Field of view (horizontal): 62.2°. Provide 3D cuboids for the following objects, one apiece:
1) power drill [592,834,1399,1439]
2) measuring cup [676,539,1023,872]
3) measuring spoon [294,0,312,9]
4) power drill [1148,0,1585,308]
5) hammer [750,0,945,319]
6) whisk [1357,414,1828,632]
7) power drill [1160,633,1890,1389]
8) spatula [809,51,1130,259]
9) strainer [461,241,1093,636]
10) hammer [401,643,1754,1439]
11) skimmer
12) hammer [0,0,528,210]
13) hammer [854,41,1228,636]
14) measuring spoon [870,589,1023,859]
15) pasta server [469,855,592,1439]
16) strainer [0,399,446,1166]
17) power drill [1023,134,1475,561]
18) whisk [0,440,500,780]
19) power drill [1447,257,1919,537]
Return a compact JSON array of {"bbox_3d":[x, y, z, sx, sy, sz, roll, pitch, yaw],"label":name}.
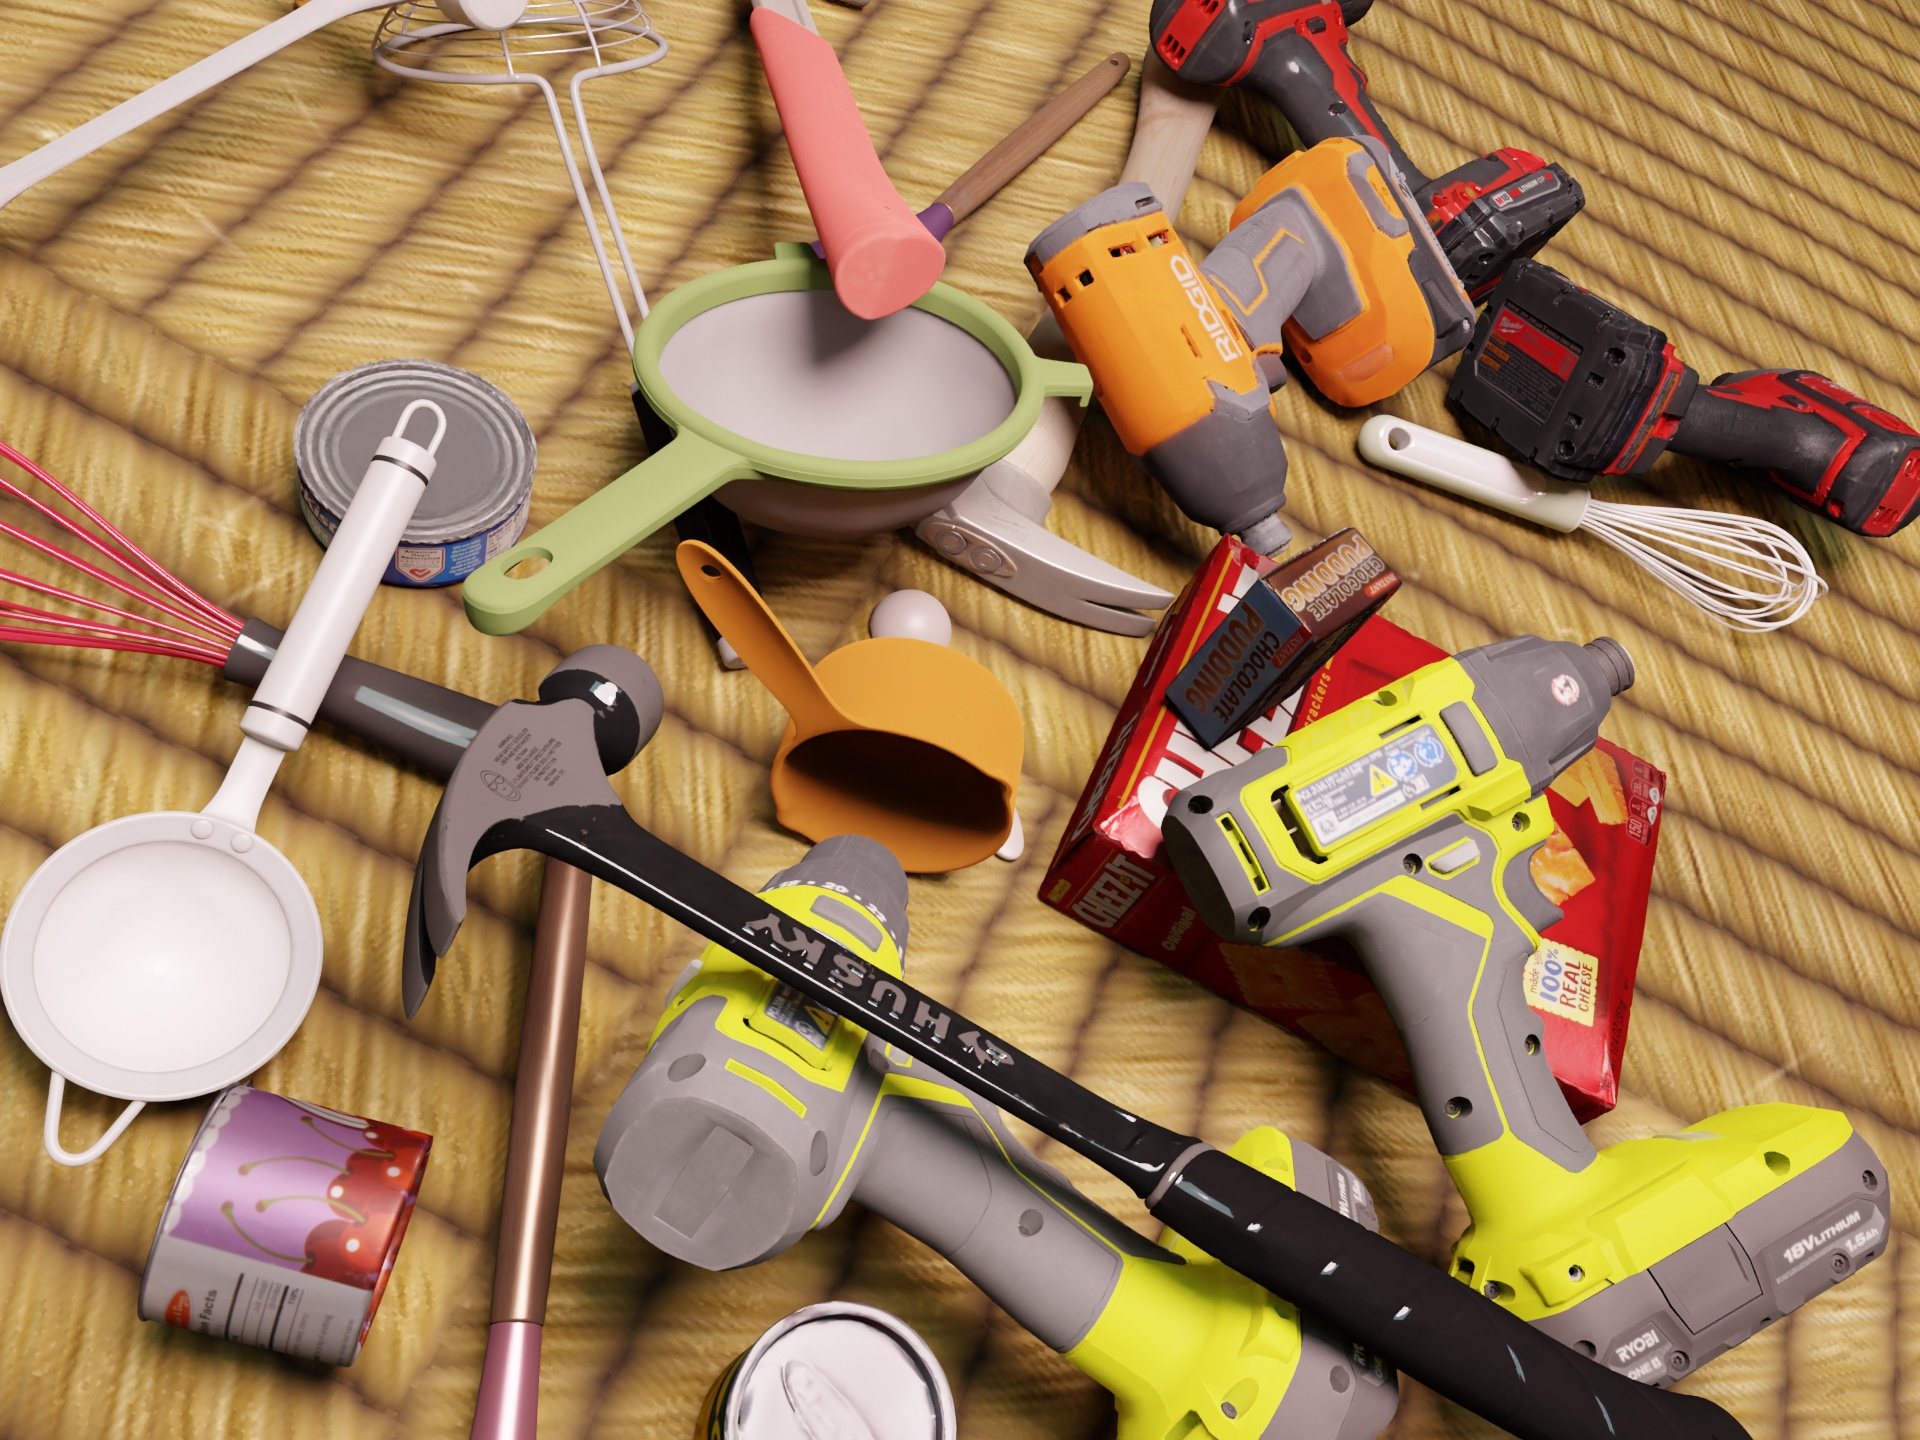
[{"bbox_3d":[0.016,0.131,0.498,0.228,0.080,0.191,33,21,-3],"label":"power drill"},{"bbox_3d":[-0.040,-0.016,0.548,0.173,0.095,0.052,54,37,-39],"label":"measuring cup"},{"bbox_3d":[-0.261,-0.355,0.751,0.021,0.011,0.117,46,57,10],"label":"measuring spoon"},{"bbox_3d":[0.223,-0.327,0.851,0.227,0.080,0.188,50,48,7],"label":"power drill"},{"bbox_3d":[-0.078,-0.288,0.699,0.149,0.036,0.360,7,42,-24],"label":"hammer"},{"bbox_3d":[0.313,-0.102,0.788,0.246,0.059,0.058,19,84,-3],"label":"whisk"},{"bbox_3d":[0.192,0.088,0.527,0.171,0.080,0.223,-26,81,-9],"label":"power drill"},{"bbox_3d":[0.003,-0.263,0.787,0.060,0.018,0.316,37,56,5],"label":"spatula"},{"bbox_3d":[-0.076,-0.082,0.568,0.151,0.069,0.256,28,47,19],"label":"strainer"},{"bbox_3d":[0.043,0.114,0.424,0.409,0.036,0.149,31,24,-3],"label":"hammer"},{"bbox_3d":[-0.150,-0.181,0.678,0.127,0.090,0.363,-15,77,-22],"label":"skimmer"},{"bbox_3d":[-0.351,-0.193,0.575,0.144,0.035,0.405,27,59,33],"label":"hammer"},{"bbox_3d":[0.083,-0.218,0.779,0.146,0.038,0.411,27,55,-5],"label":"hammer"},{"bbox_3d":[-0.001,-0.002,0.631,0.034,0.018,0.124,-14,67,-26],"label":"measuring spoon"},{"bbox_3d":[-0.131,0.154,0.477,0.060,0.040,0.316,8,58,-15],"label":"pasta server"},{"bbox_3d":[-0.219,0.010,0.501,0.086,0.050,0.258,27,72,-22],"label":"strainer"},{"bbox_3d":[0.142,-0.171,0.716,0.226,0.084,0.164,-31,93,-42],"label":"power drill"},{"bbox_3d":[-0.261,-0.033,0.535,0.295,0.073,0.073,24,55,-12],"label":"whisk"},{"bbox_3d":[0.371,-0.161,0.810,0.219,0.078,0.143,9,30,-21],"label":"power drill"}]
